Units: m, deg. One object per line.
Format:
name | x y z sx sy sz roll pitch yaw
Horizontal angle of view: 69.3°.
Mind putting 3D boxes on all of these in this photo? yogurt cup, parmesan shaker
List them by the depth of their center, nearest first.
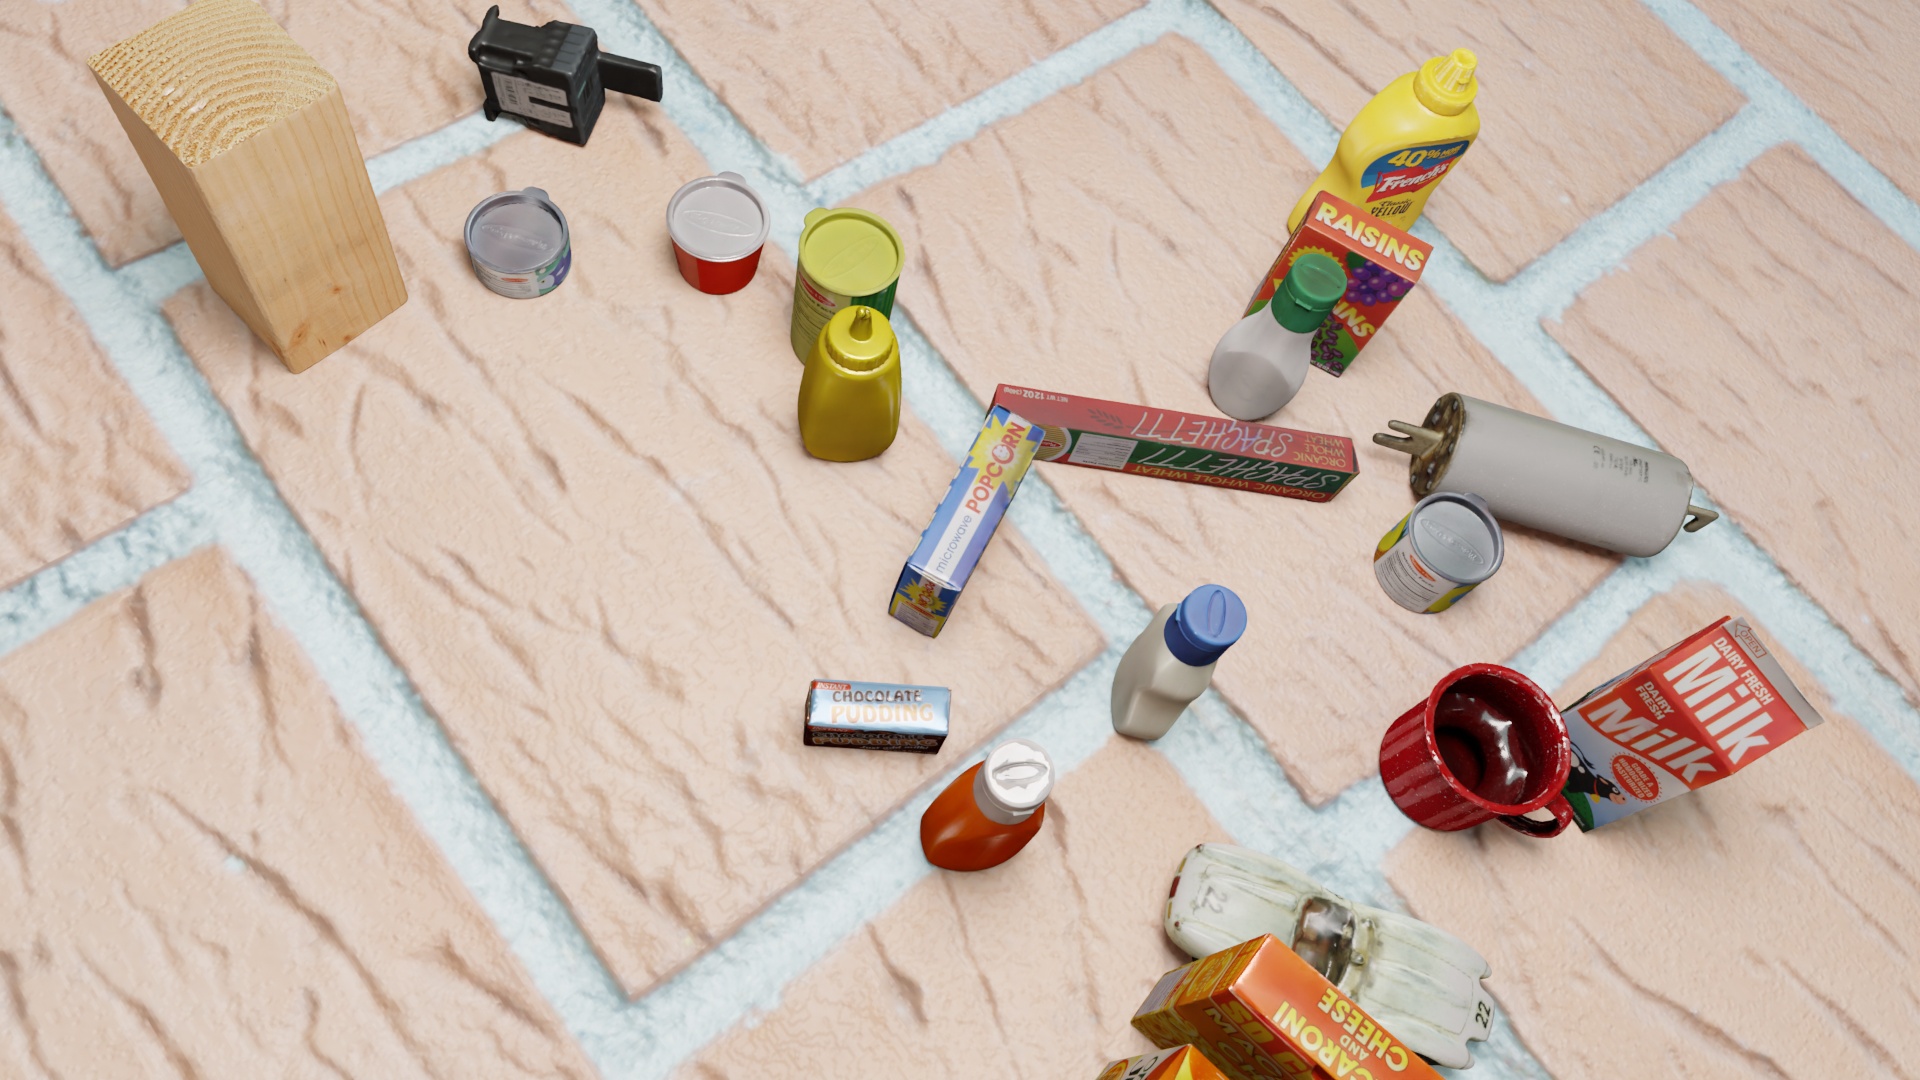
parmesan shaker | -0.077 -0.161 0.908 0.071 0.102 0.071 4 66 -9
yogurt cup | -0.164 -0.203 0.938 0.072 0.053 0.072 4 65 -9

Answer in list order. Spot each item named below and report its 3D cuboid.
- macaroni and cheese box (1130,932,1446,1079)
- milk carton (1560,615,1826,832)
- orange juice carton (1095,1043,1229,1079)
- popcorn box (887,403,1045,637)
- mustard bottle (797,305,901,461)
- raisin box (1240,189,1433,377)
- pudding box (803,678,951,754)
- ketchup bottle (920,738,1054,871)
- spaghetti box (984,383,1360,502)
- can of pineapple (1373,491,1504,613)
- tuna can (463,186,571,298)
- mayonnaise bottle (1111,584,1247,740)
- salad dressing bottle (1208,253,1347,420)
macaroni and cheese box | 0.169 0.271 0.722 0.124 0.165 0.040 40 65 8
milk carton | 0.427 0.107 0.832 0.074 0.189 0.072 -27 74 -20
orange juice carton | 0.102 0.302 0.681 0.072 0.191 0.073 42 66 9
popcorn box | 0.003 -0.011 0.864 0.038 0.085 0.127 28 64 2
mustard bottle | -0.064 -0.102 0.851 0.065 0.159 0.049 -2 67 -11
raisin box | 0.259 -0.176 0.966 0.086 0.123 0.040 29 64 3
pudding box | -0.050 0.104 0.822 0.084 0.049 0.030 5 65 -8
ketchup bottle | 0.018 0.146 0.760 0.065 0.148 0.044 -5 67 -13
spaghetti box | 0.140 -0.064 0.934 0.250 0.050 0.029 8 65 -7
can of pineapple | 0.321 0.008 0.930 0.071 0.057 0.071 4 65 -9
tuna can | -0.292 -0.198 0.923 0.071 0.032 0.071 4 65 -9
mayonnaise bottle | 0.126 0.069 0.816 0.041 0.147 0.065 14 65 -4
salad dressing bottle | 0.211 -0.134 0.925 0.064 0.147 0.044 31 65 4
